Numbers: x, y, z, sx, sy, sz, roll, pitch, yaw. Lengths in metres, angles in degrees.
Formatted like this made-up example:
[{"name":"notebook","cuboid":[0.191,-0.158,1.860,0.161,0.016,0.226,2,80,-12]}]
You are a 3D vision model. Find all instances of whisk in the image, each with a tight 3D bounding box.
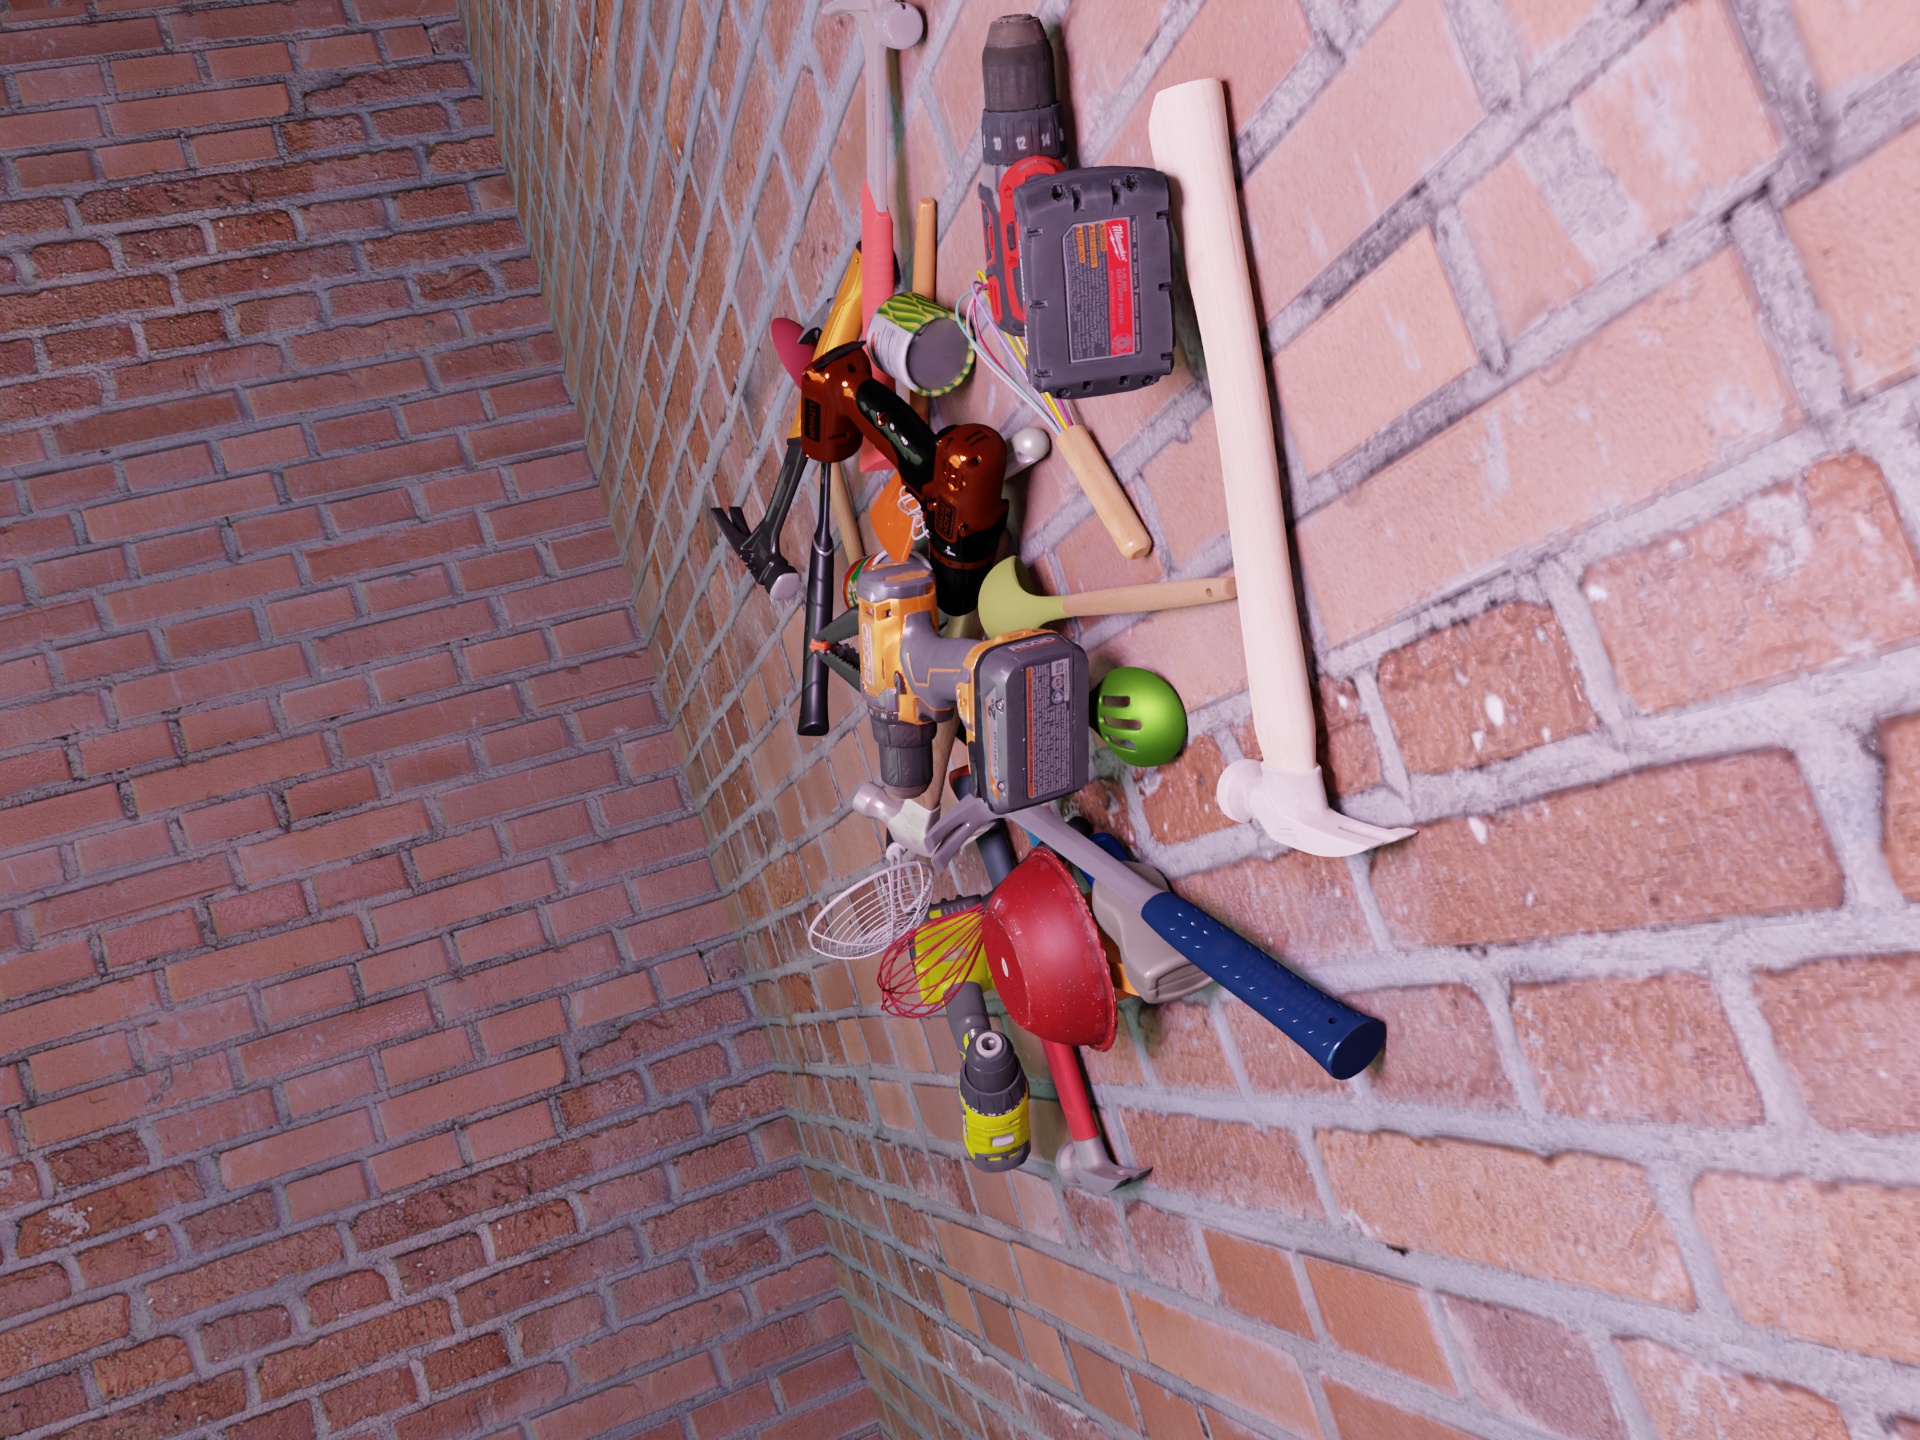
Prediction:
[{"name":"whisk","cuboid":[0.009,-0.185,1.229,0.246,0.057,0.059,-14,55,68]},{"name":"whisk","cuboid":[0.016,0.166,1.325,0.295,0.073,0.073,-46,57,37]},{"name":"whisk","cuboid":[0.062,-0.208,1.062,0.245,0.051,0.047,63,153,22]}]

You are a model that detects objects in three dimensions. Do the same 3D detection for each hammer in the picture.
[{"name":"hammer","cuboid":[0.120,0.123,1.064,0.406,0.144,0.035,34,152,53]},{"name":"hammer","cuboid":[-0.008,-0.018,1.336,0.130,0.031,0.331,31,129,21]},{"name":"hammer","cuboid":[-0.131,-0.186,1.496,0.149,0.036,0.409,-154,67,-70]},{"name":"hammer","cuboid":[-0.069,-0.375,1.253,0.149,0.036,0.358,-133,39,-57]},{"name":"hammer","cuboid":[0.070,0.220,1.395,0.143,0.038,0.386,145,108,-69]},{"name":"hammer","cuboid":[0.160,-0.128,0.849,0.146,0.038,0.410,-161,58,-66]},{"name":"hammer","cuboid":[-0.135,-0.274,1.410,0.127,0.034,0.336,52,132,31]}]

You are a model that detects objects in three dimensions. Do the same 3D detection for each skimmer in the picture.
[{"name":"skimmer","cuboid":[-0.081,0.129,1.542,0.090,0.127,0.363,48,-170,-14]}]

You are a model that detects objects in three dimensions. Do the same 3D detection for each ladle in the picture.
[{"name":"ladle","cuboid":[-0.129,-0.249,1.594,0.069,0.031,0.315,-43,-58,-62]},{"name":"ladle","cuboid":[0.098,-0.083,1.078,0.320,0.062,0.078,1,109,64]}]

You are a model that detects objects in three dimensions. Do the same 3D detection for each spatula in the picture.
[{"name":"spatula","cuboid":[-0.042,-0.275,1.310,0.322,0.041,0.081,94,154,-44]}]

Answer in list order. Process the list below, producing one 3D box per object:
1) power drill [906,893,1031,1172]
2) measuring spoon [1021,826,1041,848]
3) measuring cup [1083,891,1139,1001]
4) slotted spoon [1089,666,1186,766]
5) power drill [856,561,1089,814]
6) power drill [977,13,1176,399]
[{"name":"power drill","cuboid":[0.011,0.276,1.462,0.190,0.080,0.229,85,171,-48]},{"name":"measuring spoon","cuboid":[0.061,0.080,1.351,0.129,0.021,0.042,-128,27,-68]},{"name":"measuring cup","cuboid":[0.122,0.177,1.187,0.174,0.052,0.095,-176,71,-69]},{"name":"slotted spoon","cuboid":[0.060,-0.011,1.172,0.314,0.031,0.070,9,111,61]},{"name":"power drill","cuboid":[-0.002,-0.004,1.157,0.226,0.084,0.185,29,127,51]},{"name":"power drill","cuboid":[0.054,-0.295,0.912,0.227,0.080,0.187,-109,11,-60]}]
